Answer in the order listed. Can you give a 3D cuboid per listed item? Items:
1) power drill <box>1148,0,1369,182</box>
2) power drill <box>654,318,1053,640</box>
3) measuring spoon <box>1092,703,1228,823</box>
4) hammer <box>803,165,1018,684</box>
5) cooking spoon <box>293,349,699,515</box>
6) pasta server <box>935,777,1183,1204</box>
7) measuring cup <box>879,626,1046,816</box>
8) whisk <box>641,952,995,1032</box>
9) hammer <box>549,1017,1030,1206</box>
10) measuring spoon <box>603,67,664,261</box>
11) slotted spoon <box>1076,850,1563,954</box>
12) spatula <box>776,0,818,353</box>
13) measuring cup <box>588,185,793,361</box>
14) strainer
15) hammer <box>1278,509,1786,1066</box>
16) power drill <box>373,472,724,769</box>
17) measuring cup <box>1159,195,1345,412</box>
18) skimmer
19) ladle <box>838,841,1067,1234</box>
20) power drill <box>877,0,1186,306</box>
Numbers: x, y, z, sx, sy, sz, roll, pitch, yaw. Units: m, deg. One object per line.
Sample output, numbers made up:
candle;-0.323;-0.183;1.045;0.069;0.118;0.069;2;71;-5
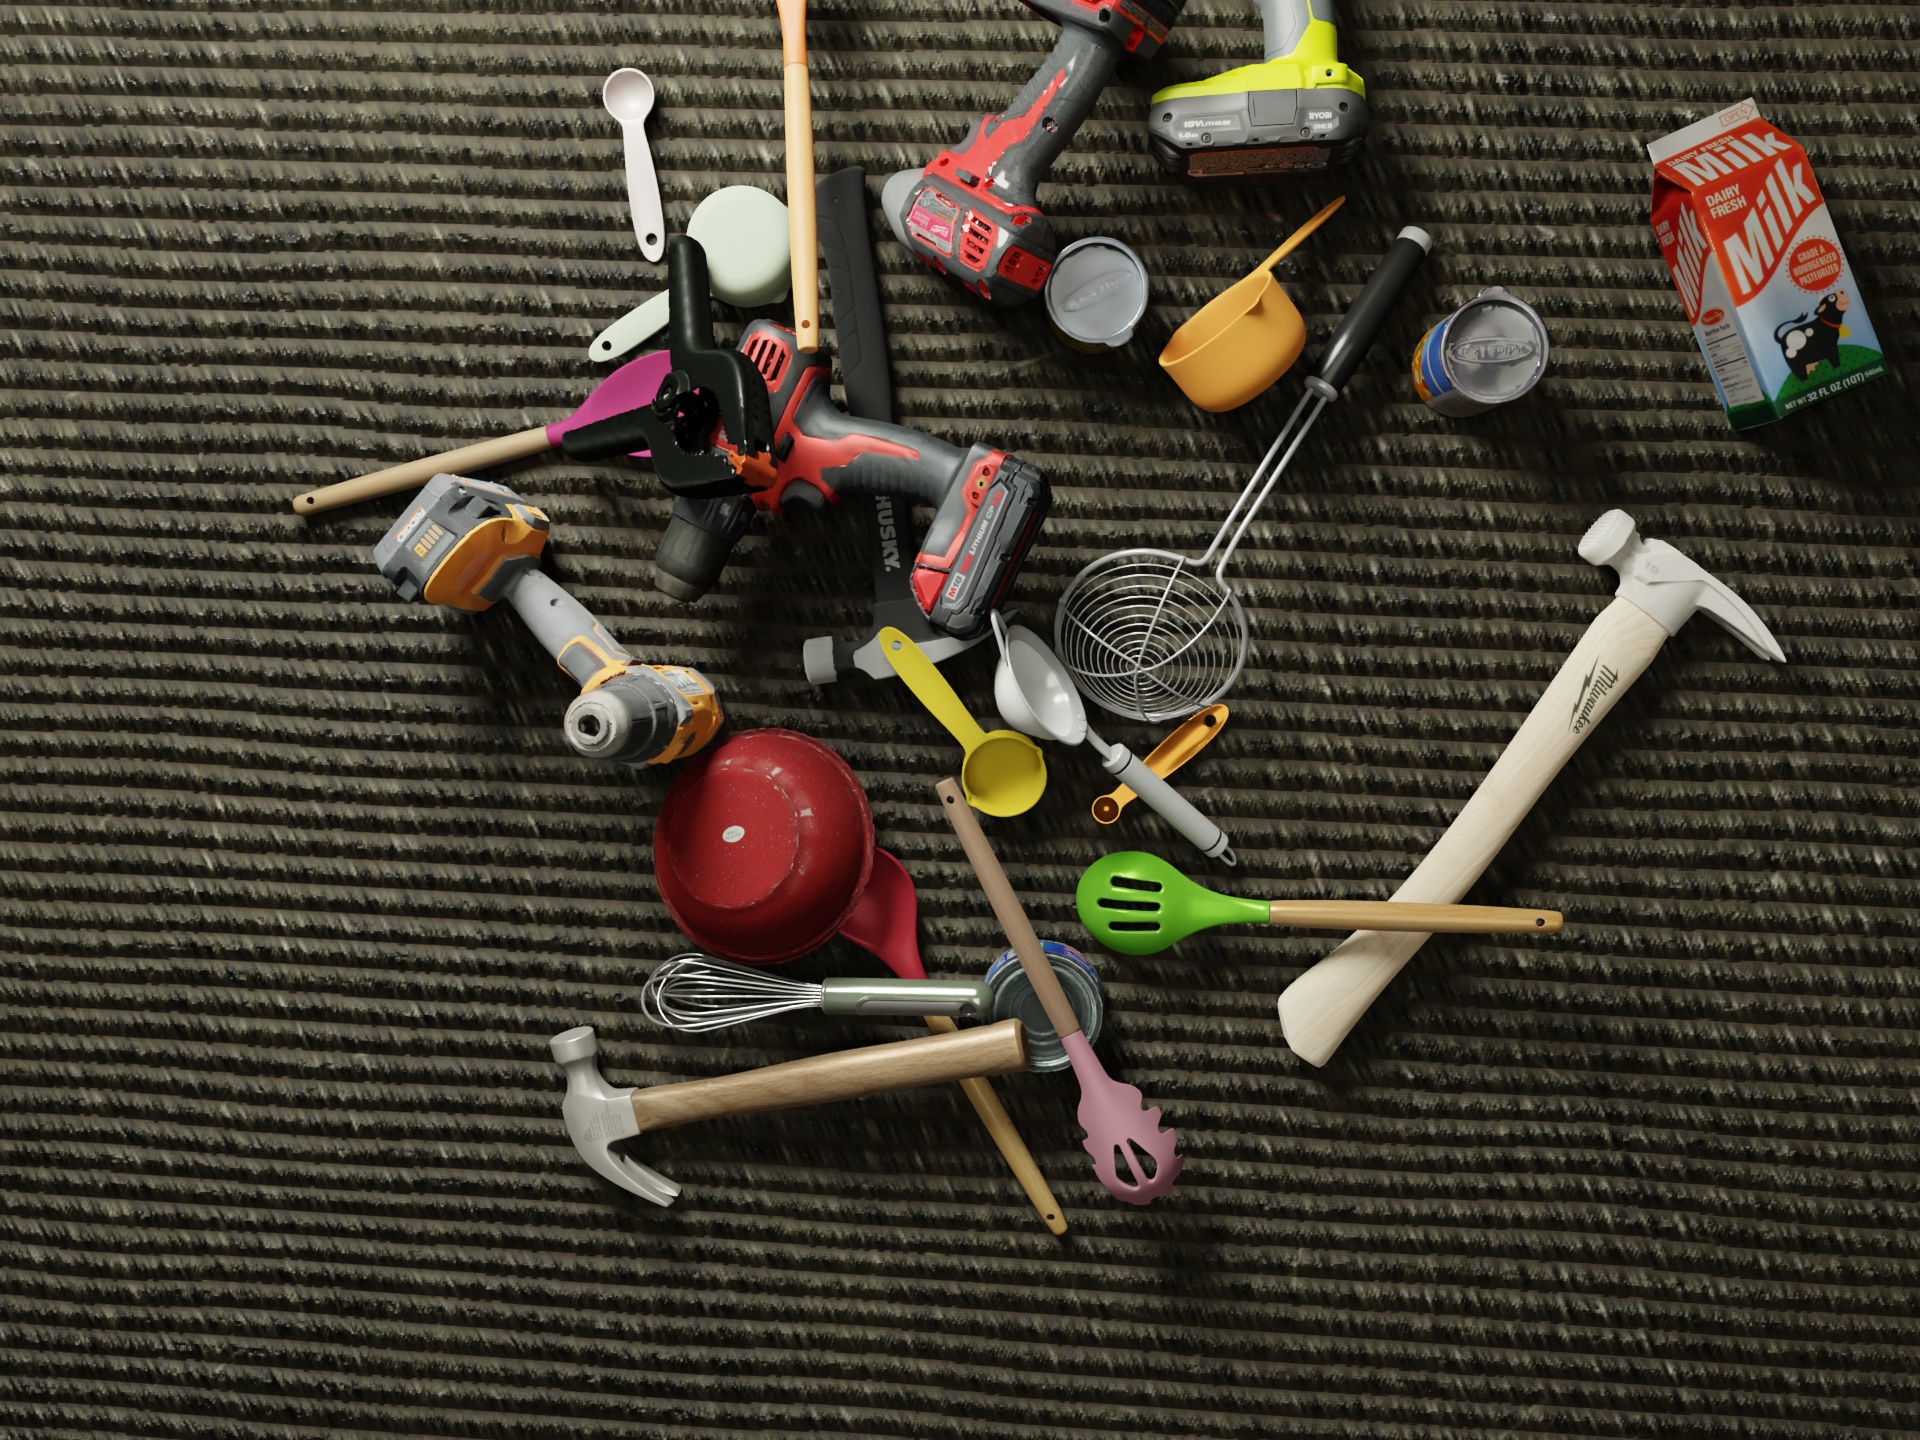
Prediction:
power drill;0.179;-0.464;1.002;0.171;0.080;0.223;0;92;9
power drill;-0.075;-0.128;1.012;0.227;0.080;0.188;27;97;7
measuring spoon;0.136;0.028;1.080;0.117;0.011;0.021;-41;91;2
hammer;-0.052;-0.197;1.059;0.146;0.035;0.335;-8;94;5
cooking spoon;-0.304;-0.187;1.084;0.319;0.017;0.069;-14;94;4
pasta server;0.060;0.181;1.054;0.060;0.040;0.316;-27;89;6
measuring cup;-0.002;-0.003;1.064;0.062;0.029;0.156;-38;100;9
whisk;-0.098;0.186;1.074;0.246;0.059;0.057;-1;133;11
hammer;-0.114;0.251;1.085;0.331;0.031;0.130;-12;96;12
measuring spoon;-0.214;-0.371;1.067;0.034;0.018;0.124;-6;101;4
slotted spoon;0.230;0.125;1.044;0.314;0.031;0.070;1;90;13
spatula;-0.100;-0.384;1.005;0.081;0.041;0.323;-4;81;4
measuring cup;-0.181;-0.290;1.056;0.167;0.038;0.083;-34;92;4
strainer;0.094;0.022;1.031;0.258;0.087;0.050;40;121;-22
hammer;0.360;0.067;1.054;0.146;0.038;0.410;36;97;-1
power drill;-0.262;-0.055;1.012;0.226;0.185;0.084;42;98;2
measuring cup;0.205;-0.266;1.023;0.173;0.095;0.052;-46;108;-15
skimmer;0.194;-0.163;1.048;0.127;0.090;0.363;33;86;-7
ladle;-0.007;0.219;1.095;0.069;0.031;0.315;-29;94;15
power drill;0.033;-0.383;0.992;0.143;0.078;0.219;40;111;34
